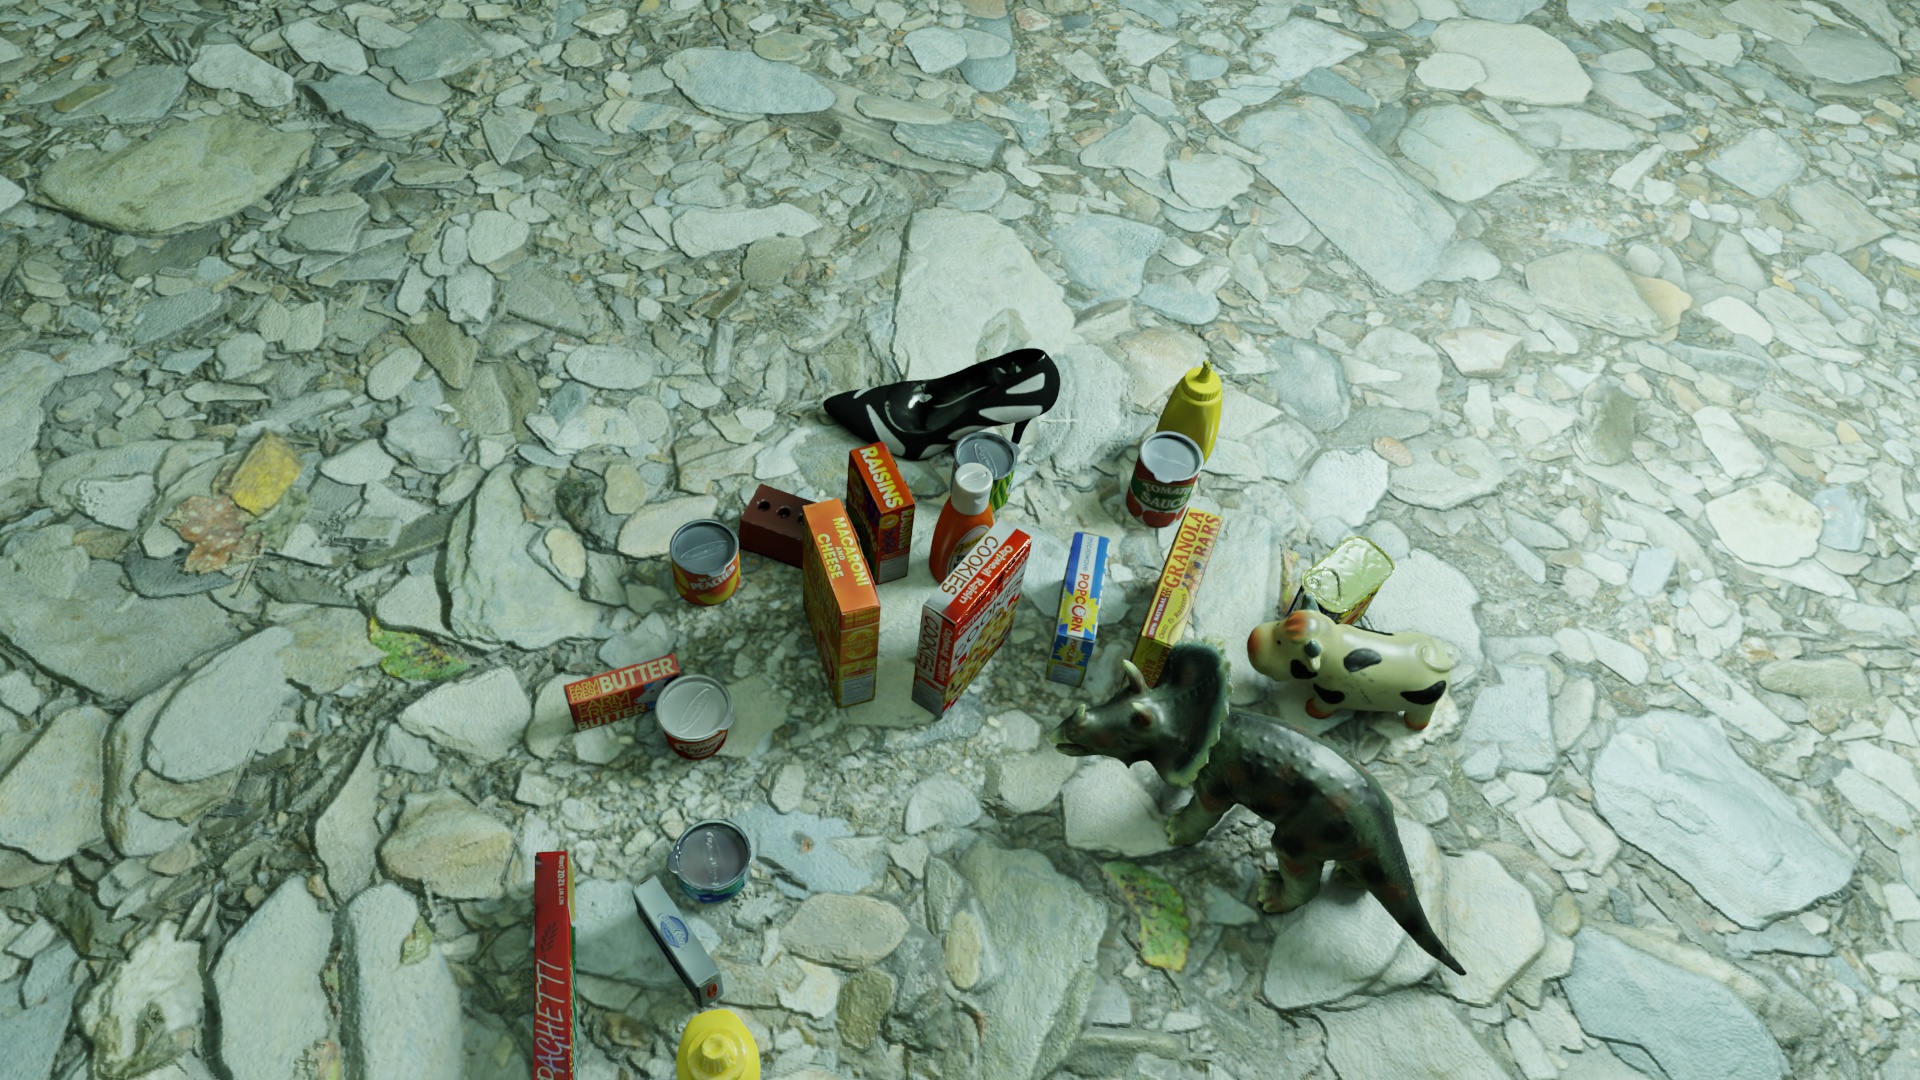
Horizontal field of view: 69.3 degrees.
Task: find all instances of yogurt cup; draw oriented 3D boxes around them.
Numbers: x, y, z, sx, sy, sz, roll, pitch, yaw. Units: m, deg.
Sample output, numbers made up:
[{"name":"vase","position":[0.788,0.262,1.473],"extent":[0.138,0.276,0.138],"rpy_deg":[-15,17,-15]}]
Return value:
[{"name":"yogurt cup","position":[-0.241,0.163,1.262],"extent":[0.072,0.053,0.073],"rpy_deg":[3,53,-4]}]

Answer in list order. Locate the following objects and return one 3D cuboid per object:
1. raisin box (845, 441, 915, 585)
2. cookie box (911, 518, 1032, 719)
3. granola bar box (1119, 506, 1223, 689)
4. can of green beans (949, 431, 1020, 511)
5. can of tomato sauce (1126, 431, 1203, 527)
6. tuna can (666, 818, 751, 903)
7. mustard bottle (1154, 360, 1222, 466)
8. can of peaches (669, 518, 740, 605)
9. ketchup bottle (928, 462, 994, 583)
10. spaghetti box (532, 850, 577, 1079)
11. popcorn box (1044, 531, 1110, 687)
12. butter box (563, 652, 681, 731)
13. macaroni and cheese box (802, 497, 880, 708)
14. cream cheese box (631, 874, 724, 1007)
[{"name":"raisin box","position":[-0.080,-0.026,1.378],"extent":[0.040,0.122,0.086],"rpy_deg":[-16,57,-18]},{"name":"cookie box","position":[0.010,0.074,1.287],"extent":[0.040,0.166,0.123],"rpy_deg":[31,56,16]},{"name":"granola bar box","position":[0.201,0.067,1.342],"extent":[0.039,0.123,0.166],"rpy_deg":[20,54,8]},{"name":"can of green beans","position":[0.024,-0.071,1.465],"extent":[0.071,0.057,0.071],"rpy_deg":[3,53,-4]},{"name":"can of tomato sauce","position":[0.214,-0.062,1.465],"extent":[0.071,0.082,0.071],"rpy_deg":[3,53,-4]},{"name":"tuna can","position":[-0.215,0.276,1.194],"extent":[0.071,0.032,0.071],"rpy_deg":[3,53,-4]},{"name":"mustard bottle","position":[0.248,-0.137,1.476],"extent":[0.065,0.159,0.049],"rpy_deg":[21,54,9]},{"name":"can of peaches","position":[-0.249,0.024,1.361],"extent":[0.071,0.057,0.071],"rpy_deg":[3,53,-4]},{"name":"ketchup bottle","position":[0.005,-0.017,1.366],"extent":[0.065,0.148,0.044],"rpy_deg":[-22,59,-21]},{"name":"spaghetti box","position":[-0.321,0.371,1.100],"extent":[0.029,0.050,0.251],"rpy_deg":[-5,54,-10]},{"name":"popcorn box","position":[0.115,0.066,1.356],"extent":[0.038,0.084,0.127],"rpy_deg":[12,53,2]},{"name":"butter box","position":[-0.307,0.139,1.272],"extent":[0.104,0.052,0.024],"rpy_deg":[-16,57,-17]},{"name":"macaroni and cheese box","position":[-0.111,0.059,1.284],"extent":[0.040,0.165,0.124],"rpy_deg":[-13,56,-16]},{"name":"cream cheese box","position":[-0.232,0.329,1.140],"extent":[0.024,0.053,0.104],"rpy_deg":[-30,62,-25]}]
